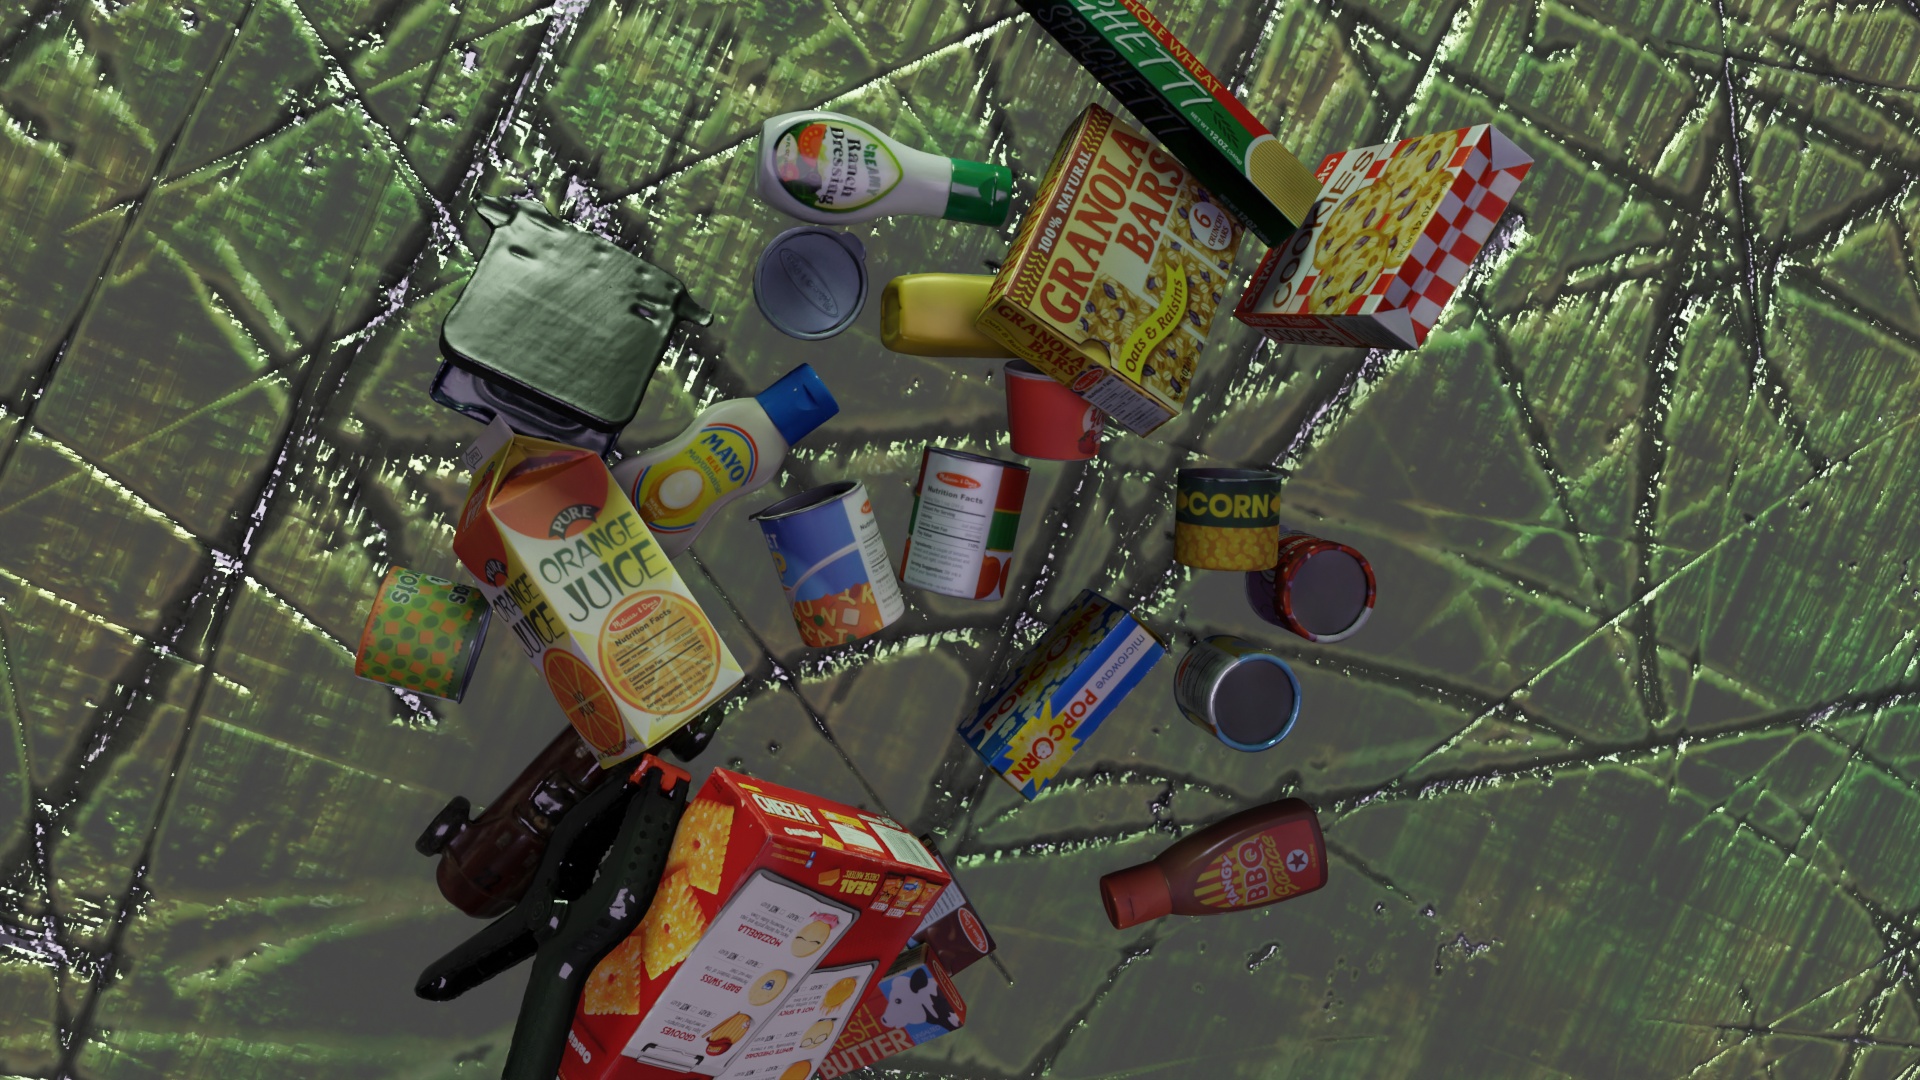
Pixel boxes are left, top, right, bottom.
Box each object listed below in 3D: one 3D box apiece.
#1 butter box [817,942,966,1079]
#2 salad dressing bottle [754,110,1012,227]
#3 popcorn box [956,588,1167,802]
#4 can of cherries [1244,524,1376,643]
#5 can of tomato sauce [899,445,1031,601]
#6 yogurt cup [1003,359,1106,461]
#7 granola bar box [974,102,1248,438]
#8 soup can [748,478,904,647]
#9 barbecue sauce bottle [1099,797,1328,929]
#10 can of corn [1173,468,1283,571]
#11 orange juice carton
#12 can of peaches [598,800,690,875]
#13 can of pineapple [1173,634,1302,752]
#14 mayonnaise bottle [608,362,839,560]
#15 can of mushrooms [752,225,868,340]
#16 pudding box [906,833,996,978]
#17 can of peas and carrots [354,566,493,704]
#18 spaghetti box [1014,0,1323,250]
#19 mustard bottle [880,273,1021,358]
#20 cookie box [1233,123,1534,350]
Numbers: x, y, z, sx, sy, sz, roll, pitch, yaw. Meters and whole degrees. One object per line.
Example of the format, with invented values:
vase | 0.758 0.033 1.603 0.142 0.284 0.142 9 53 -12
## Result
butter box | -0.053 0.298 0.877 0.103 0.024 0.053 -26 103 13
salad dressing bottle | -0.045 -0.213 0.816 0.148 0.044 0.064 5 94 -14
popcorn box | 0.061 0.092 0.861 0.038 0.085 0.127 44 86 -16
can of cherries | 0.226 0.028 0.905 0.071 0.058 0.071 -2 99 -13
can of tomato sauce | 0.003 -0.011 0.845 0.071 0.071 0.083 10 96 -14
yogurt cup | 0.059 -0.080 0.849 0.072 0.072 0.053 -1 106 -13
granola bar box | 0.094 -0.161 0.818 0.124 0.039 0.166 32 59 -15
soup can | -0.079 0.014 0.828 0.071 0.071 0.083 -20 102 -10
barbecue sauce bottle | 0.168 0.220 0.925 0.149 0.044 0.064 -14 102 -11
can of corn | 0.169 -0.014 0.879 0.071 0.071 0.058 -1 99 -13
orange juice carton | -0.210 0.022 0.763 0.073 0.071 0.192 -36 94 -37
can of peaches | -0.171 0.195 0.832 0.071 0.071 0.058 43 87 -15
can of pineapple | 0.182 0.100 0.904 0.071 0.058 0.071 -2 98 -13
mayonnaise bottle | -0.141 -0.049 0.817 0.148 0.041 0.064 -36 100 -6
can of mushrooms | -0.087 -0.153 0.820 0.071 0.033 0.071 -2 98 -12
pudding box | -0.019 0.237 0.891 0.050 0.030 0.083 -31 103 -8
can of peas and carrots | -0.299 0.051 0.781 0.059 0.071 0.071 17 94 -14
spaghetti box | 0.117 -0.278 0.834 0.250 0.028 0.050 41 55 -11
mustard bottle | 0.034 -0.134 0.838 0.160 0.065 0.048 -2 93 -19
cookie box | 0.242 -0.177 0.825 0.040 0.167 0.123 32 90 -18
